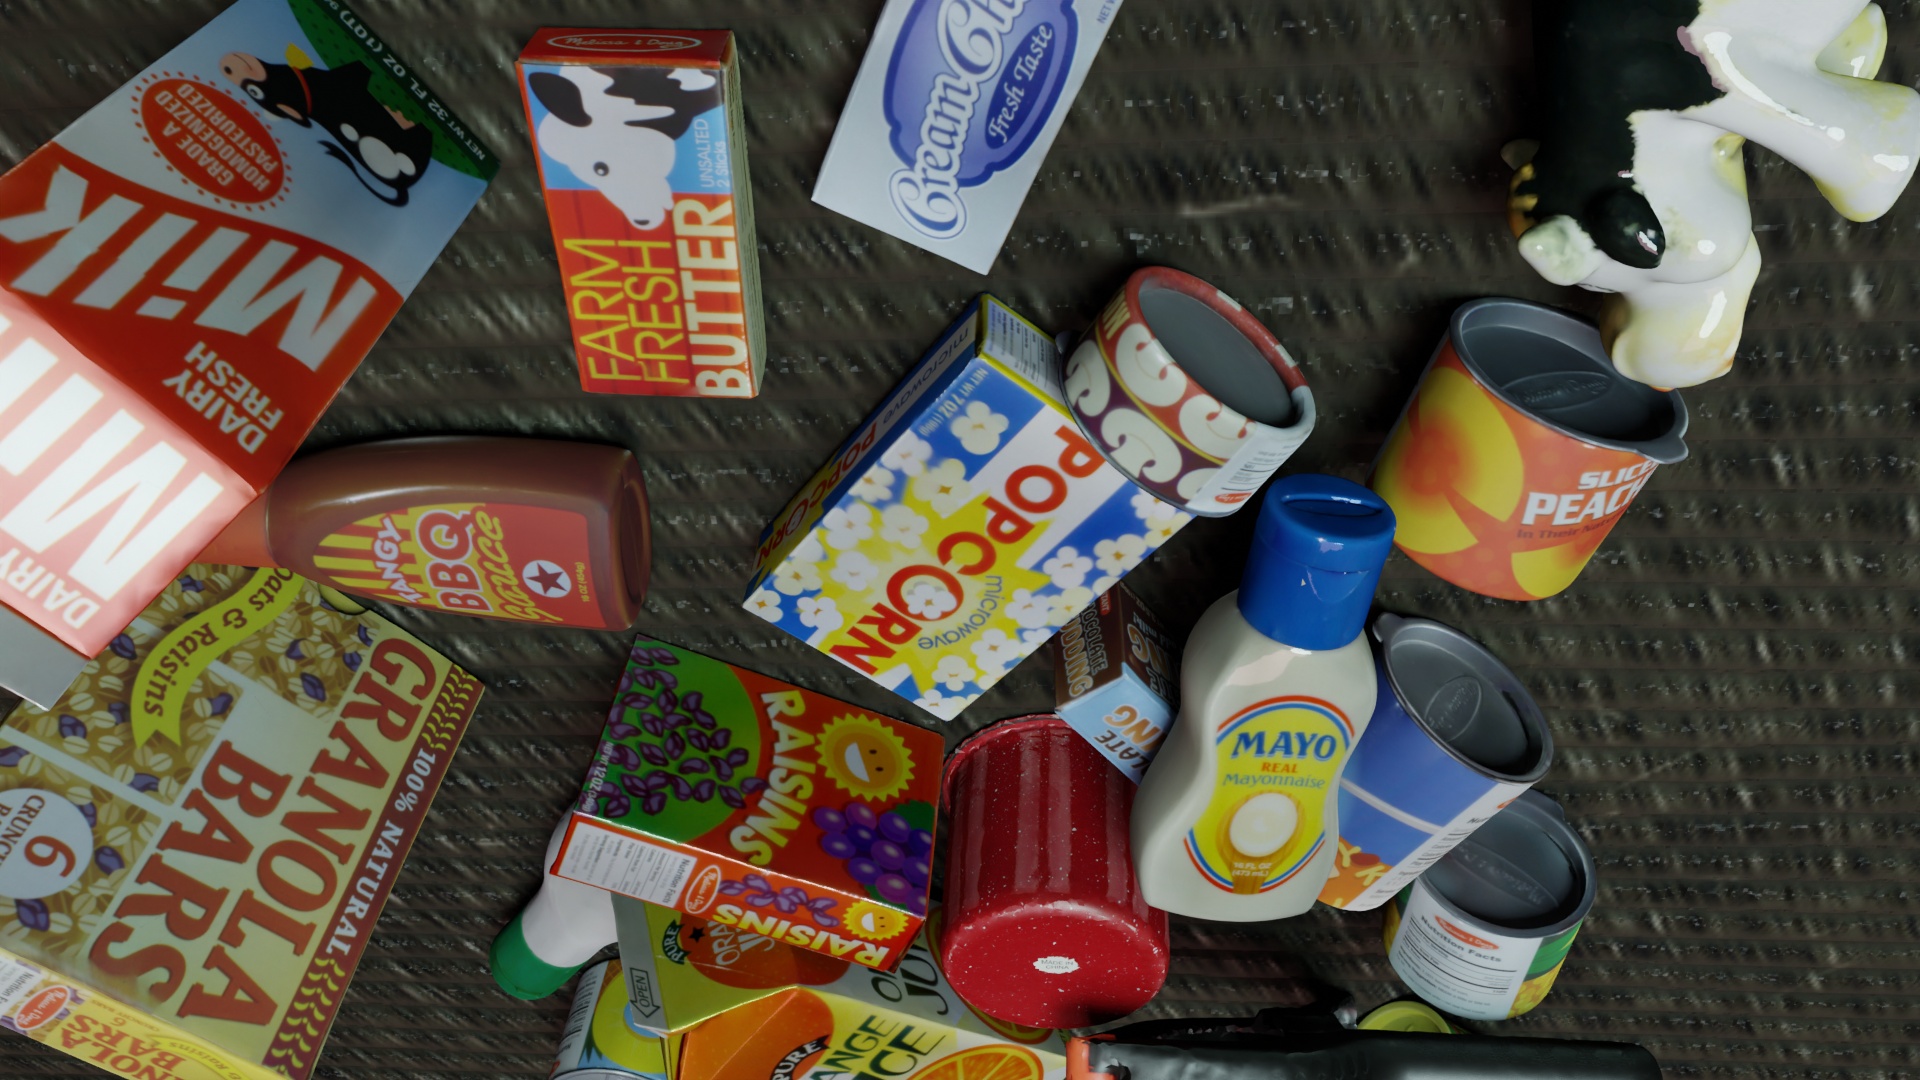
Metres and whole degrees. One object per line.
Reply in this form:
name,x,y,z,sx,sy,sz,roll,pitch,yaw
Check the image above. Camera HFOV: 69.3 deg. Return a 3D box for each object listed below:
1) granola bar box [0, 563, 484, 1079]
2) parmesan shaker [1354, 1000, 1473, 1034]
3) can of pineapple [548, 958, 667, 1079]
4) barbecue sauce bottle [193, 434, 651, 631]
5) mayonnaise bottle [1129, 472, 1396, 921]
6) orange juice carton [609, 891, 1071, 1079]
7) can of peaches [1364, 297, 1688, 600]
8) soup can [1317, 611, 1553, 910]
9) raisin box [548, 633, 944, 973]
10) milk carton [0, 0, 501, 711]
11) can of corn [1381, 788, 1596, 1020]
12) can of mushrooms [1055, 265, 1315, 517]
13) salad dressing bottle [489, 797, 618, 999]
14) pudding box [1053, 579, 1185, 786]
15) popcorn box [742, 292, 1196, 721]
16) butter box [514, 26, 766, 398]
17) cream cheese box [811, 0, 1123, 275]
granola bar box,-0.238,0.079,0.444,0.039,0.166,0.124,-36,119,28
parmesan shaker,0.227,0.258,0.625,0.103,0.072,0.071,32,126,-22
can of pineapple,-0.149,0.235,0.640,0.071,0.058,0.070,2,131,3
barbecue sauce bottle,-0.178,-0.006,0.447,0.149,0.044,0.064,5,132,1
mayonnaise bottle,0.093,0.051,0.417,0.065,0.041,0.147,4,124,-5
orange juice carton,-0.051,0.177,0.536,0.192,0.072,0.073,30,109,-36
can of peaches,0.156,-0.024,0.386,0.071,0.071,0.057,13,131,-6
soup can,0.146,0.076,0.477,0.071,0.072,0.083,23,129,-14
raisin box,-0.071,0.093,0.494,0.123,0.086,0.039,20,127,-12
milk carton,-0.182,-0.051,0.311,0.073,0.191,0.072,-28,123,25
can of corn,0.198,0.135,0.524,0.071,0.071,0.058,2,131,3
can of mushrooms,0.061,-0.043,0.382,0.071,0.071,0.033,27,128,-17
salad dressing bottle,-0.150,0.144,0.573,0.064,0.044,0.147,25,129,-27
pudding box,0.067,0.058,0.477,0.030,0.050,0.083,-32,121,26
popcorn box,0.002,-0.005,0.435,0.085,0.038,0.126,32,126,-21
butter box,-0.084,-0.087,0.383,0.053,0.024,0.103,2,131,2
cream cheese box,0.004,-0.121,0.346,0.053,0.024,0.103,20,129,-11
